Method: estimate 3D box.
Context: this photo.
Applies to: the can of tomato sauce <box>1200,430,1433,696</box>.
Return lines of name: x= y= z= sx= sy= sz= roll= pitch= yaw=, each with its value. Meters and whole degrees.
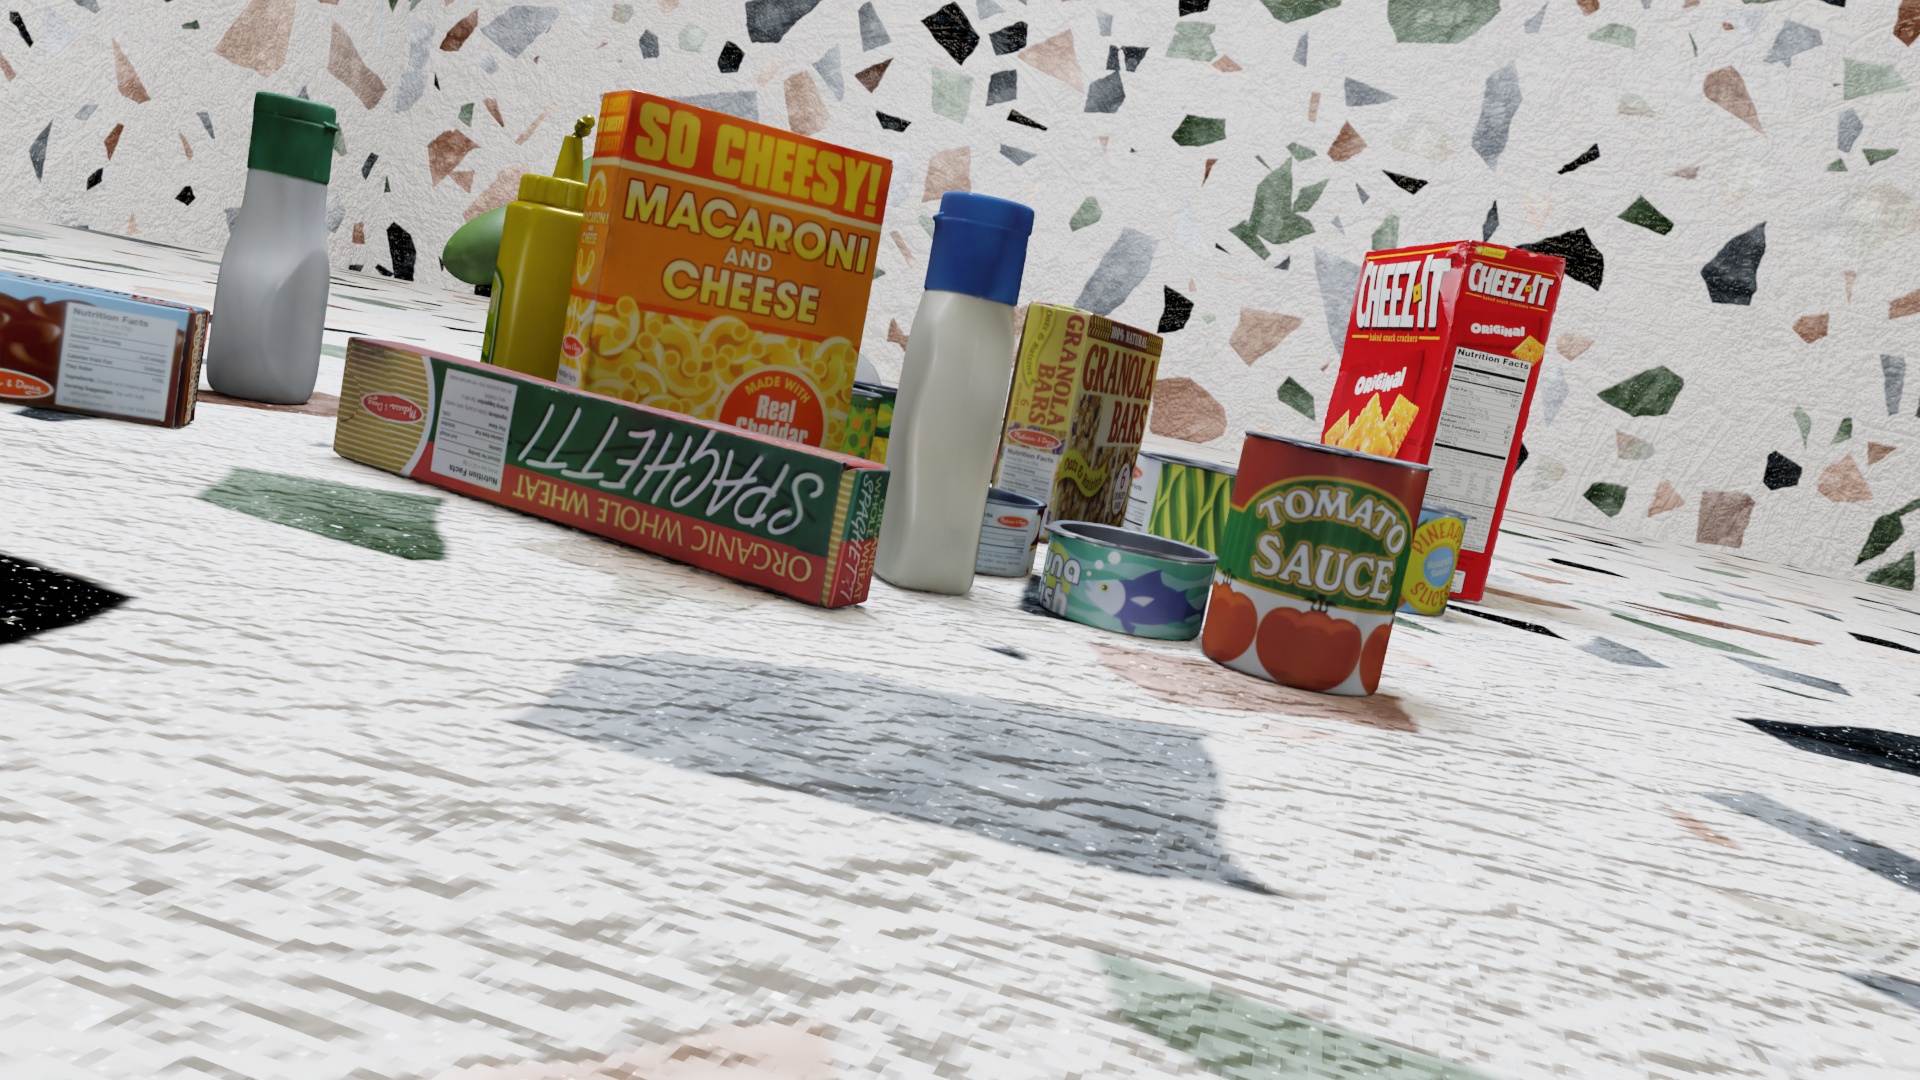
can of tomato sauce: x=0.126 y=0.007 z=0.498 sx=0.071 sy=0.083 sz=0.071 roll=11 pitch=7 yaw=-1

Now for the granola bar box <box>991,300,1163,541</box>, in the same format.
granola bar box: x=0.069 y=-0.067 z=0.802 sx=0.039 sy=0.124 sz=0.166 roll=14 pitch=8 yaw=20

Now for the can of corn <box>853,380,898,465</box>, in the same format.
can of corn: x=-0.061 y=-0.072 z=0.900 sx=0.071 sy=0.058 sz=0.071 roll=11 pitch=7 yaw=-1

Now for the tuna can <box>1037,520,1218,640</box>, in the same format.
tuna can: x=0.062 y=0.015 z=0.540 sx=0.071 sy=0.032 sz=0.071 roll=11 pitch=8 yaw=-1

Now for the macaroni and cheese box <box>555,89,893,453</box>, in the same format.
macaroni and cheese box: x=-0.105 y=-0.095 z=0.601 sx=0.124 sy=0.166 sz=0.040 roll=6 pitch=9 yaw=-34

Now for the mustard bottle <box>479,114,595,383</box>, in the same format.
mustard bottle: x=-0.184 y=-0.110 z=0.620 sx=0.049 sy=0.160 sz=0.065 roll=8 pitch=8 yaw=-24

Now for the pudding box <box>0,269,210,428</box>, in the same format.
pudding box: x=-0.348 y=-0.076 z=0.547 sx=0.084 sy=0.049 sz=0.030 roll=9 pitch=8 yaw=-18

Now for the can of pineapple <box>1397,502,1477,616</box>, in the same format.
can of pineapple: x=0.240 y=0.006 z=0.763 sx=0.071 sy=0.057 sz=0.071 roll=11 pitch=7 yaw=-1

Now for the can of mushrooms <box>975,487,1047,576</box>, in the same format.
can of mushrooms: x=0.002 y=-0.008 z=0.613 sx=0.071 sy=0.033 sz=0.071 roll=11 pitch=8 yaw=-1

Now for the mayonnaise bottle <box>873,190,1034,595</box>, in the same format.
mayonnaise bottle: x=-0.003 y=-0.056 z=0.533 sx=0.041 sy=0.148 sz=0.065 roll=10 pitch=7 yaw=-13

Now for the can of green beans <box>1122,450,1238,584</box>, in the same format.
can of green beans: x=0.119 y=-0.012 z=0.724 sx=0.071 sy=0.057 sz=0.071 roll=11 pitch=7 yaw=-1

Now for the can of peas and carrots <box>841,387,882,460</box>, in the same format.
can of peas and carrots: x=-0.081 y=-0.059 z=0.770 sx=0.071 sy=0.058 sz=0.071 roll=11 pitch=7 yaw=-1

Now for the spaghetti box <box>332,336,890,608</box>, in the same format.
spaghetti box: x=-0.137 y=-0.029 z=0.509 sx=0.250 sy=0.050 sz=0.029 roll=15 pitch=8 yaw=28

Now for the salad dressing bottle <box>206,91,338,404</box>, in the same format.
salad dressing bottle: x=-0.337 y=-0.143 z=0.686 sx=0.044 sy=0.147 sz=0.064 roll=11 pitch=7 yaw=1
